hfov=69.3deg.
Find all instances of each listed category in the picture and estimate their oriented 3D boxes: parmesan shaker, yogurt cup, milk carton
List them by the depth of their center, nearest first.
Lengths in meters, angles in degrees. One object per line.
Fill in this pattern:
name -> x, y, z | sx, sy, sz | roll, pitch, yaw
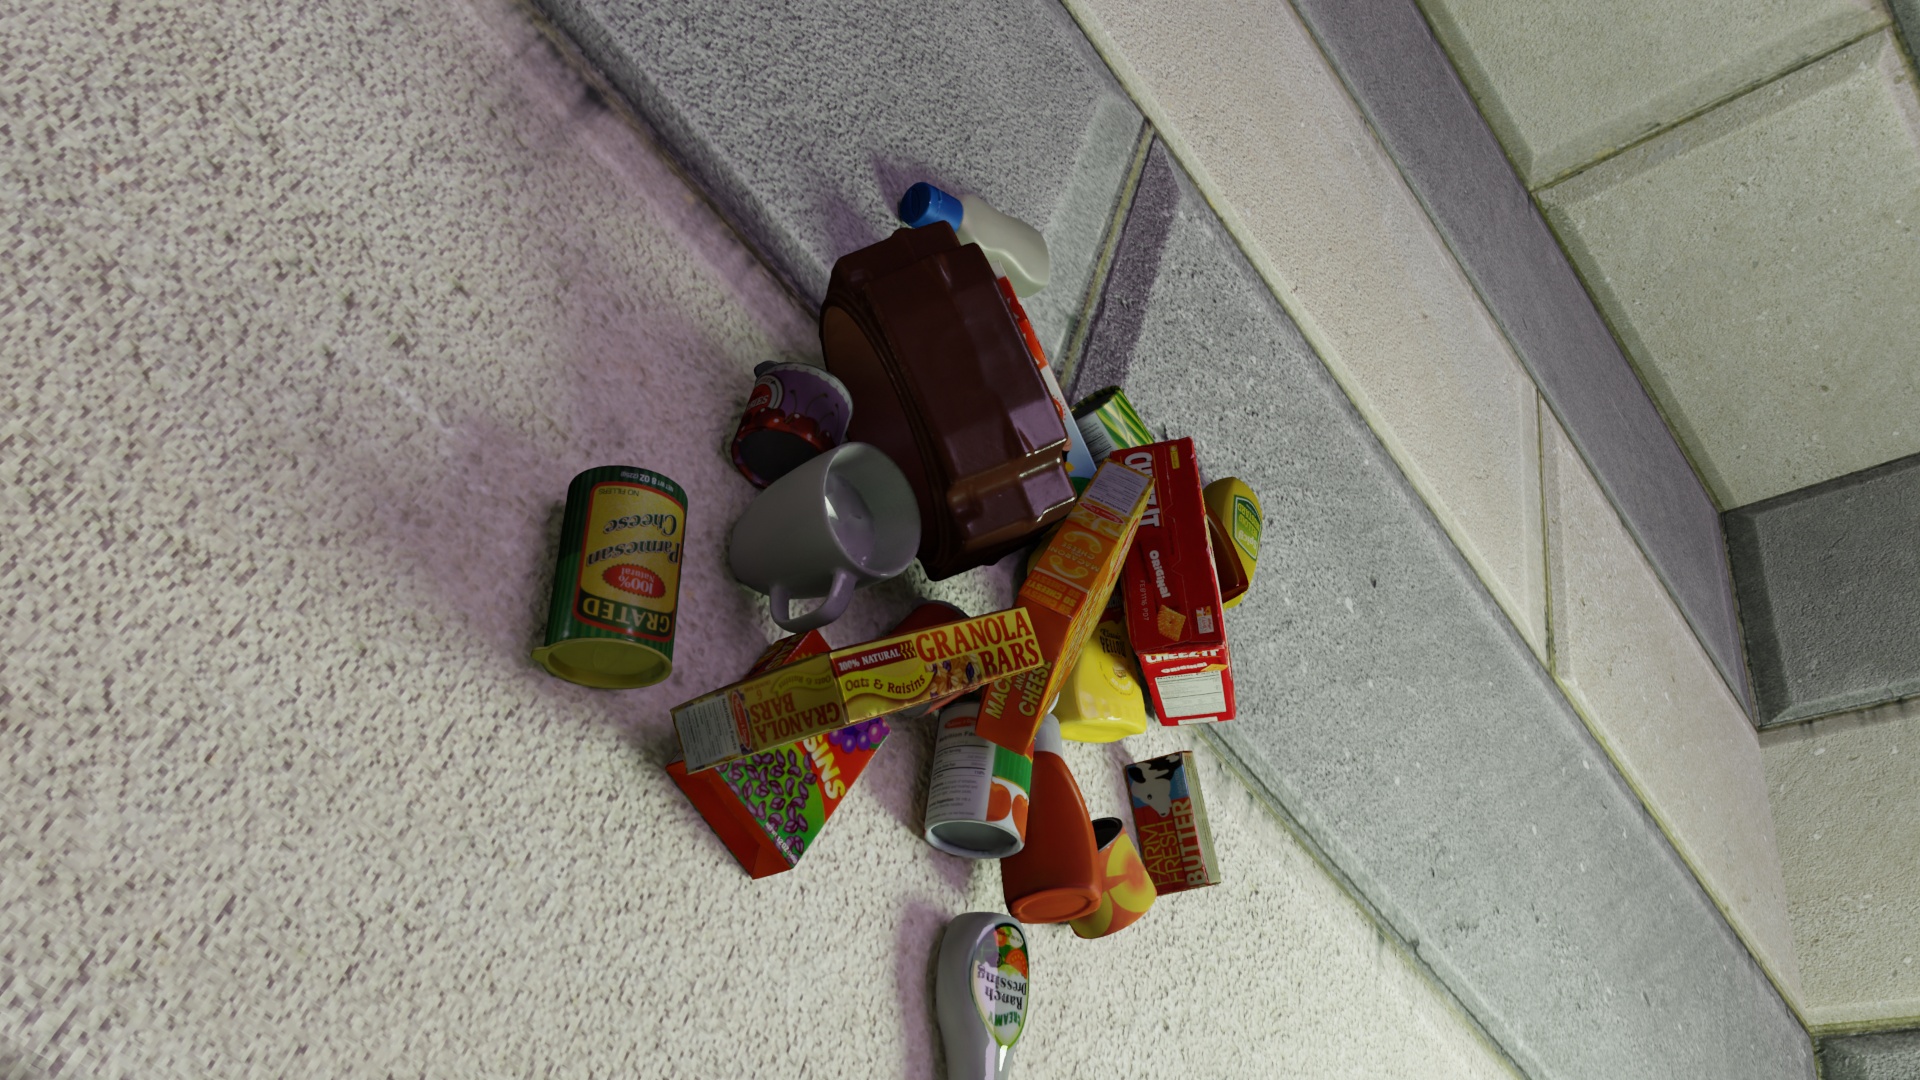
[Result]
parmesan shaker -> -0.184, 0.019, 0.737 | 0.071, 0.071, 0.103 | 27, 51, -41
yogurt cup -> -0.023, 0.080, 0.907 | 0.054, 0.072, 0.072 | -32, 97, -45
milk carton -> 0.037, -0.109, 1.036 | 0.074, 0.072, 0.190 | -95, 160, -72

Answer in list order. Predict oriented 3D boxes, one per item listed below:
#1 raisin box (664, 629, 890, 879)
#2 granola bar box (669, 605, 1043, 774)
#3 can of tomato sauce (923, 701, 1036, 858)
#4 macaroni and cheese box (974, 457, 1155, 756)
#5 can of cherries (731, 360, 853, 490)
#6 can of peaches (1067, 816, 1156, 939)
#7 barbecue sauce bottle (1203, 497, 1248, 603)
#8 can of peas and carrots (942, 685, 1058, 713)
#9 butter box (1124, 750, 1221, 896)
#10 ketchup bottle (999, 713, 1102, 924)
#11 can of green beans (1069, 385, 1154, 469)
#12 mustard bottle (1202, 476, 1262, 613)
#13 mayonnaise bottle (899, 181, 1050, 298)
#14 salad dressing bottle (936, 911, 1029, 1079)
raisin box -> -0.102, 0.121, 0.806 | 0.086, 0.040, 0.124 | 55, 39, -14
granola bar box -> -0.053, 0.078, 0.751 | 0.166, 0.124, 0.039 | -9, 80, -52
can of tomato sauce -> 0.014, 0.158, 0.907 | 0.071, 0.071, 0.083 | 36, 47, -35
macaroni and cheese box -> 0.067, 0.040, 0.897 | 0.040, 0.123, 0.167 | 24, 39, 11
can of cherries -> -0.109, -0.071, 0.880 | 0.071, 0.071, 0.059 | 41, 45, -31
can of peaches -> 0.094, 0.236, 0.965 | 0.071, 0.071, 0.058 | -37, 101, -53
barbecue sauce bottle -> 0.201, -0.013, 1.237 | 0.043, 0.064, 0.149 | 16, 50, -59
can of peas and carrots -> 0.025, 0.096, 0.960 | 0.071, 0.058, 0.071 | 28, 50, -40
butter box -> 0.164, 0.218, 1.071 | 0.024, 0.053, 0.104 | 11, 63, -51
ketchup bottle -> 0.056, 0.183, 0.941 | 0.149, 0.065, 0.043 | -94, 170, -46
can of green beans -> 0.121, -0.090, 1.174 | 0.057, 0.071, 0.071 | 56, 38, -14
mustard bottle -> 0.246, 0.014, 1.287 | 0.065, 0.048, 0.161 | 41, 43, -28
mayonnaise bottle -> 0.014, -0.253, 1.151 | 0.148, 0.041, 0.065 | 17, 57, -45
salad dressing bottle -> 0.012, 0.304, 0.844 | 0.064, 0.044, 0.148 | 31, 49, -36
